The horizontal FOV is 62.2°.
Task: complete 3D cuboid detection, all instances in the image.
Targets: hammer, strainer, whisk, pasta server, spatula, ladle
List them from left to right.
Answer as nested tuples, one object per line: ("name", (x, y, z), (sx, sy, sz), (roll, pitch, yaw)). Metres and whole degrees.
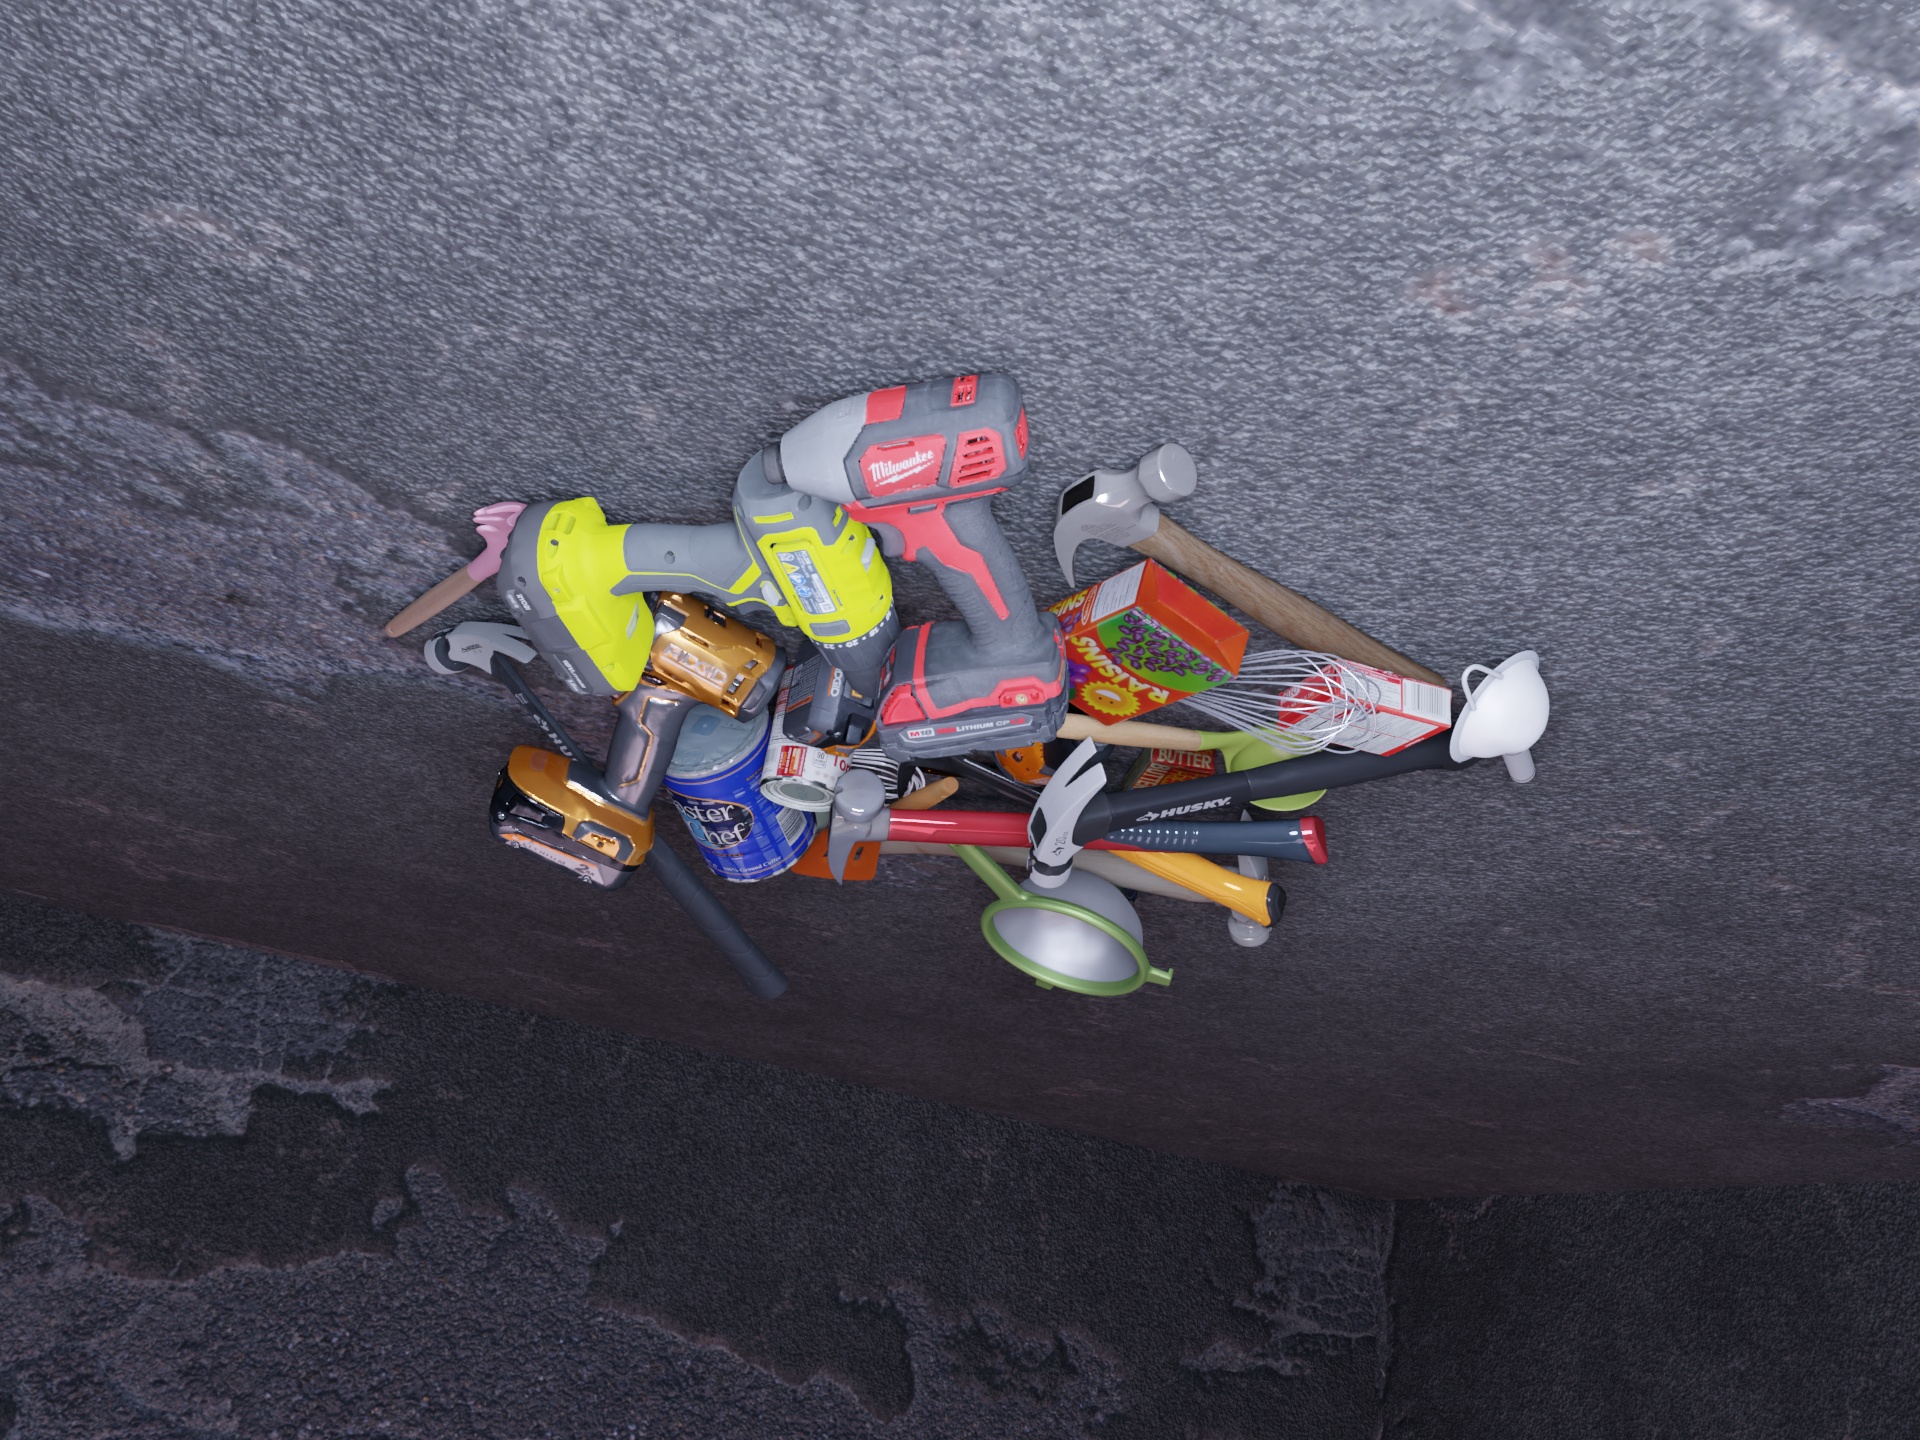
("pasta server", (-0.364, -0.097, 1.146), (0.316, 0.040, 0.060), (-17, 109, 51))
("hammer", (-0.267, 0.080, 1.293), (0.149, 0.036, 0.408), (-6, 127, 49))
("whisk", (-0.150, 0.031, 1.379), (0.246, 0.058, 0.059), (14, 123, -4))
("spatula", (-0.064, 0.093, 1.347), (0.081, 0.041, 0.322), (8, 164, -19))
("hammer", (0.069, 0.112, 1.413), (0.411, 0.038, 0.146), (7, 138, 23))
("strainer", (0.066, 0.140, 1.351), (0.151, 0.069, 0.256), (-11, 133, 43))
("hammer", (0.091, 0.093, 1.228), (0.386, 0.038, 0.143), (3, 151, -7))
("hammer", (0.107, 0.090, 1.306), (0.337, 0.034, 0.127), (25, 150, 0))
("ladle", (0.151, 0.023, 1.108), (0.320, 0.062, 0.078), (7, 146, -44))
("whisk", (0.149, -0.022, 1.043), (0.285, 0.070, 0.070), (10, 165, 46))
("hammer", (0.191, -0.073, 0.995), (0.331, 0.031, 0.130), (24, 153, -34))
("hammer", (0.212, 0.040, 1.104), (0.334, 0.035, 0.146), (-10, 148, -11))
("strainer", (0.381, 0.012, 1.094), (0.050, 0.087, 0.258), (41, -176, 26))

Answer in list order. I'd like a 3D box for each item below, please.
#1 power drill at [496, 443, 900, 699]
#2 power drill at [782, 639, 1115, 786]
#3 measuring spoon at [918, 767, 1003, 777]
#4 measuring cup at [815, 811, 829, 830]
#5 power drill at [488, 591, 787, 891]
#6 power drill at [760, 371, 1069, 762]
("power drill", (-0.152, -0.076, 1.001), (0.228, 0.080, 0.190), (-4, 139, 18))
("power drill", (-0.002, -0.004, 1.149), (0.226, 0.084, 0.164), (13, 171, -16))
("measuring spoon", (0.014, 0.042, 1.383), (0.117, 0.011, 0.021), (3, 158, 24))
("measuring cup", (-0.134, 0.082, 1.428), (0.083, 0.038, 0.168), (17, 177, -28))
("power drill", (-0.258, -0.005, 1.147), (0.185, 0.084, 0.226), (30, 110, -21))
("power drill", (-0.019, -0.085, 0.890), (0.143, 0.079, 0.219), (-7, 129, 10))
